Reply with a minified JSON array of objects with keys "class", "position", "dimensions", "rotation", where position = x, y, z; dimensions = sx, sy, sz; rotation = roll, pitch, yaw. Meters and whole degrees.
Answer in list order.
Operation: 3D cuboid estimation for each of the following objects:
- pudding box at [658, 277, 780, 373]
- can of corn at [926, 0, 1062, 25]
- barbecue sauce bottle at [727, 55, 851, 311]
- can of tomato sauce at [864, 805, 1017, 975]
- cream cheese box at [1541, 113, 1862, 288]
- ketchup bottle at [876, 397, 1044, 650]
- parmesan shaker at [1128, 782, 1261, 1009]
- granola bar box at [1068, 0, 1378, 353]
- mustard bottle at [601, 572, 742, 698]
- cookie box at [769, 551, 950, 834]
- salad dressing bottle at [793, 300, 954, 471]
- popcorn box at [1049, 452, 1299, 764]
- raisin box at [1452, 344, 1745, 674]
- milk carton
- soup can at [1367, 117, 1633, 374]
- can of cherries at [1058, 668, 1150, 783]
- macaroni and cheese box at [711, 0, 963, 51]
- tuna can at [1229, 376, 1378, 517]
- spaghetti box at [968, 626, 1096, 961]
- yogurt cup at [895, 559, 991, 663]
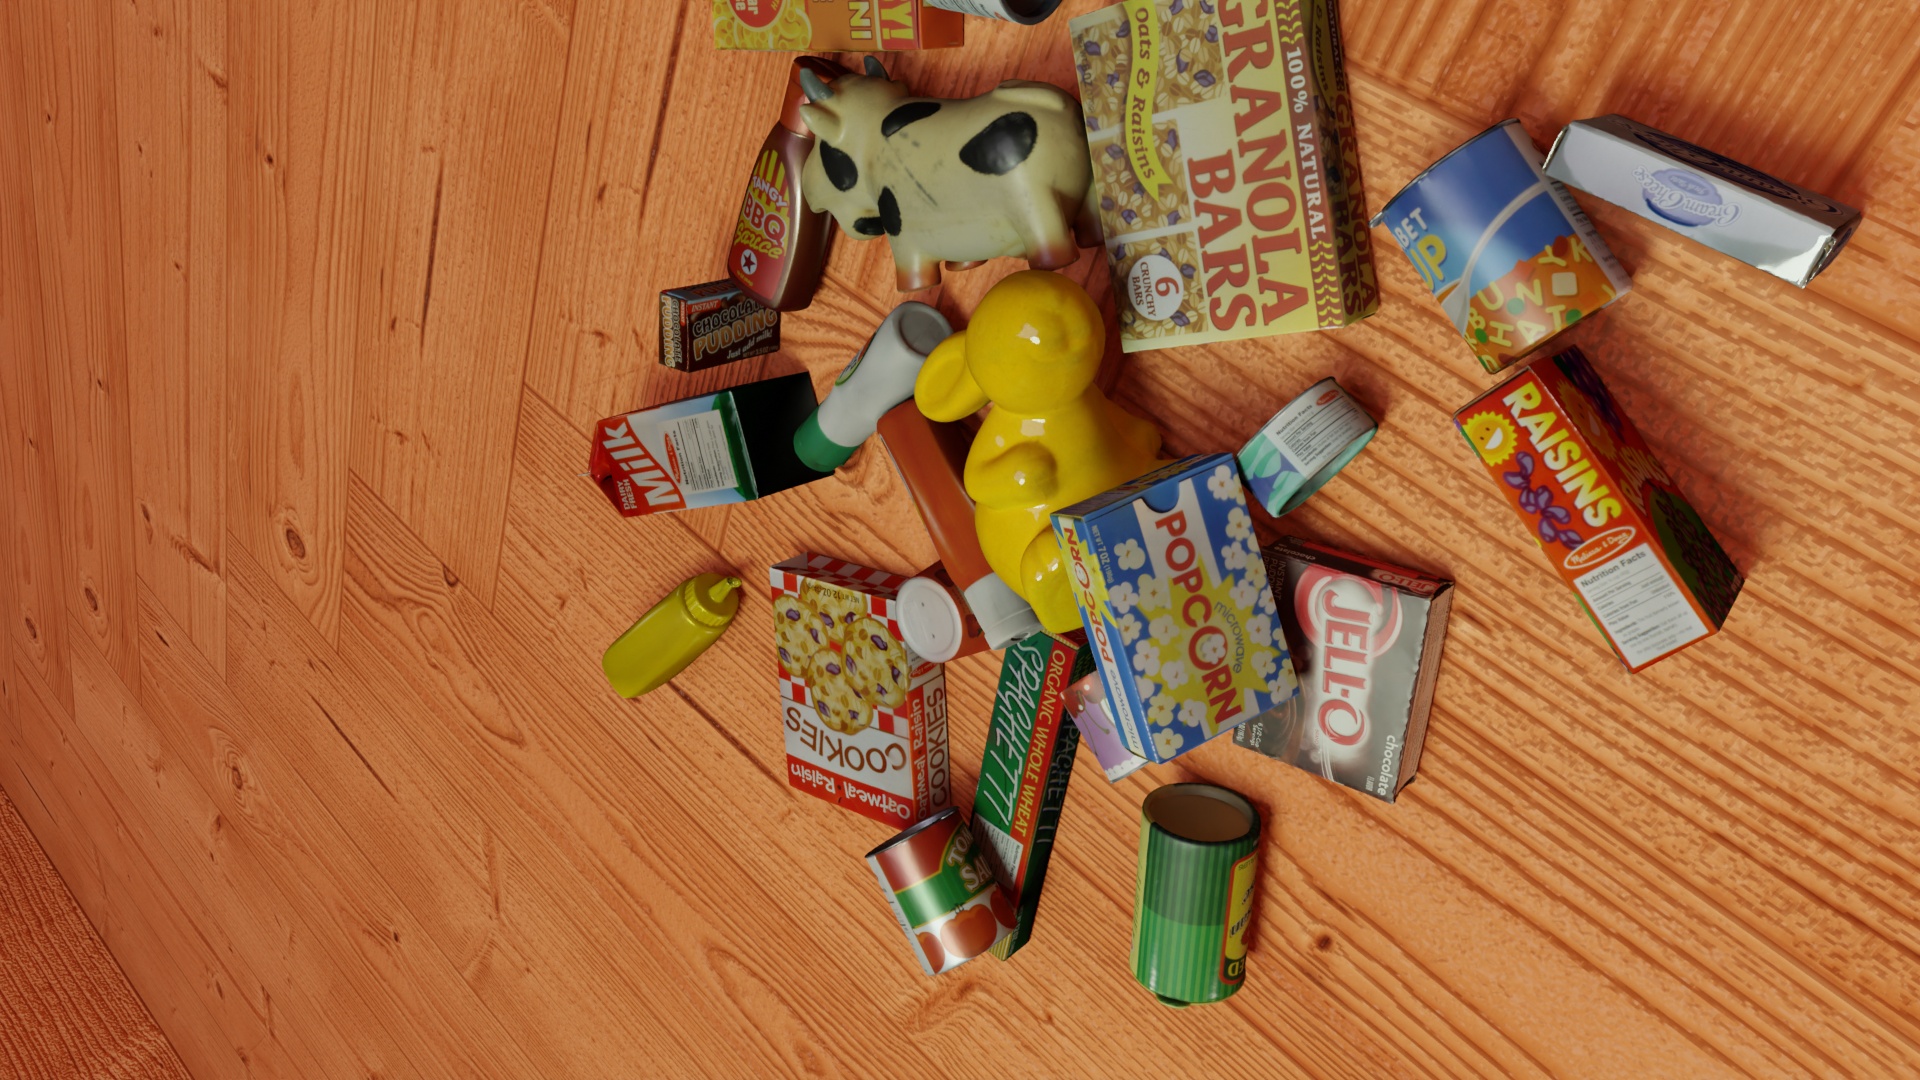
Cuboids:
[{"class":"pudding box","position":[-0.154,-0.141,0.894],"dimensions":[0.030,0.084,0.049],"rotation":[21,118,32]},{"class":"can of corn","position":[0.017,-0.300,0.698],"dimensions":[0.058,0.071,0.070],"rotation":[24,120,34]},{"class":"barbecue sauce bottle","position":[-0.101,-0.217,0.847],"dimensions":[0.065,0.044,0.147],"rotation":[43,129,30]},{"class":"can of tomato sauce","position":[-0.010,0.217,0.868],"dimensions":[0.071,0.071,0.083],"rotation":[-34,82,43]},{"class":"cream cheese box","position":[0.283,-0.133,0.530],"dimensions":[0.104,0.053,0.024],"rotation":[36,128,27]},{"class":"ketchup bottle","position":[0.003,-0.010,0.805],"dimensions":[0.043,0.064,0.149],"rotation":[-30,76,12]},{"class":"parmesan shaker","position":[0.130,0.197,0.772],"dimensions":[0.071,0.071,0.102],"rotation":[18,116,36]},{"class":"granola bar box","position":[0.124,-0.179,0.663],"dimensions":[0.124,0.039,0.165],"rotation":[-1,104,42]},{"class":"mustard bottle","position":[-0.205,0.062,1.030],"dimensions":[0.159,0.065,0.049],"rotation":[-38,84,37]},{"class":"cookie box","position":[-0.068,0.102,0.935],"dimensions":[0.123,0.040,0.166],"rotation":[12,113,38]},{"class":"salad dressing bottle","position":[-0.056,-0.089,0.845],"dimensions":[0.044,0.064,0.147],"rotation":[42,141,-7]},{"class":"popcorn box","position":[0.103,0.031,0.660],"dimensions":[0.038,0.085,0.126],"rotation":[13,124,68]},{"class":"raisin box","position":[0.261,-0.017,0.568],"dimensions":[0.040,0.086,0.123],"rotation":[-38,80,37]},{"class":"milk carton","position":[-0.183,-0.062,0.956],"dimensions":[0.190,0.072,0.073],"rotation":[-6,101,41]},{"class":"soup can","position":[0.223,-0.119,0.577],"dimensions":[0.071,0.071,0.084],"rotation":[-38,79,43]},{"class":"can of cherries","position":[0.097,0.092,0.766],"dimensions":[0.071,0.072,0.058],"rotation":[-39,77,43]},{"class":"macaroni and cheese box","position":[-0.075,-0.340,0.781],"dimensions":[0.166,0.040,0.123],"rotation":[16,116,37]},{"class":"tuna can","position":[0.163,-0.043,0.662],"dimensions":[0.033,0.071,0.070],"rotation":[50,131,14]},{"class":"spaghetti box","position":[0.038,0.154,0.867],"dimensions":[0.050,0.029,0.248],"rotation":[29,122,31]},{"class":"yogurt cup","position":[-0.002,0.041,0.845],"dimensions":[0.072,0.054,0.072],"rotation":[16,115,38]}]
